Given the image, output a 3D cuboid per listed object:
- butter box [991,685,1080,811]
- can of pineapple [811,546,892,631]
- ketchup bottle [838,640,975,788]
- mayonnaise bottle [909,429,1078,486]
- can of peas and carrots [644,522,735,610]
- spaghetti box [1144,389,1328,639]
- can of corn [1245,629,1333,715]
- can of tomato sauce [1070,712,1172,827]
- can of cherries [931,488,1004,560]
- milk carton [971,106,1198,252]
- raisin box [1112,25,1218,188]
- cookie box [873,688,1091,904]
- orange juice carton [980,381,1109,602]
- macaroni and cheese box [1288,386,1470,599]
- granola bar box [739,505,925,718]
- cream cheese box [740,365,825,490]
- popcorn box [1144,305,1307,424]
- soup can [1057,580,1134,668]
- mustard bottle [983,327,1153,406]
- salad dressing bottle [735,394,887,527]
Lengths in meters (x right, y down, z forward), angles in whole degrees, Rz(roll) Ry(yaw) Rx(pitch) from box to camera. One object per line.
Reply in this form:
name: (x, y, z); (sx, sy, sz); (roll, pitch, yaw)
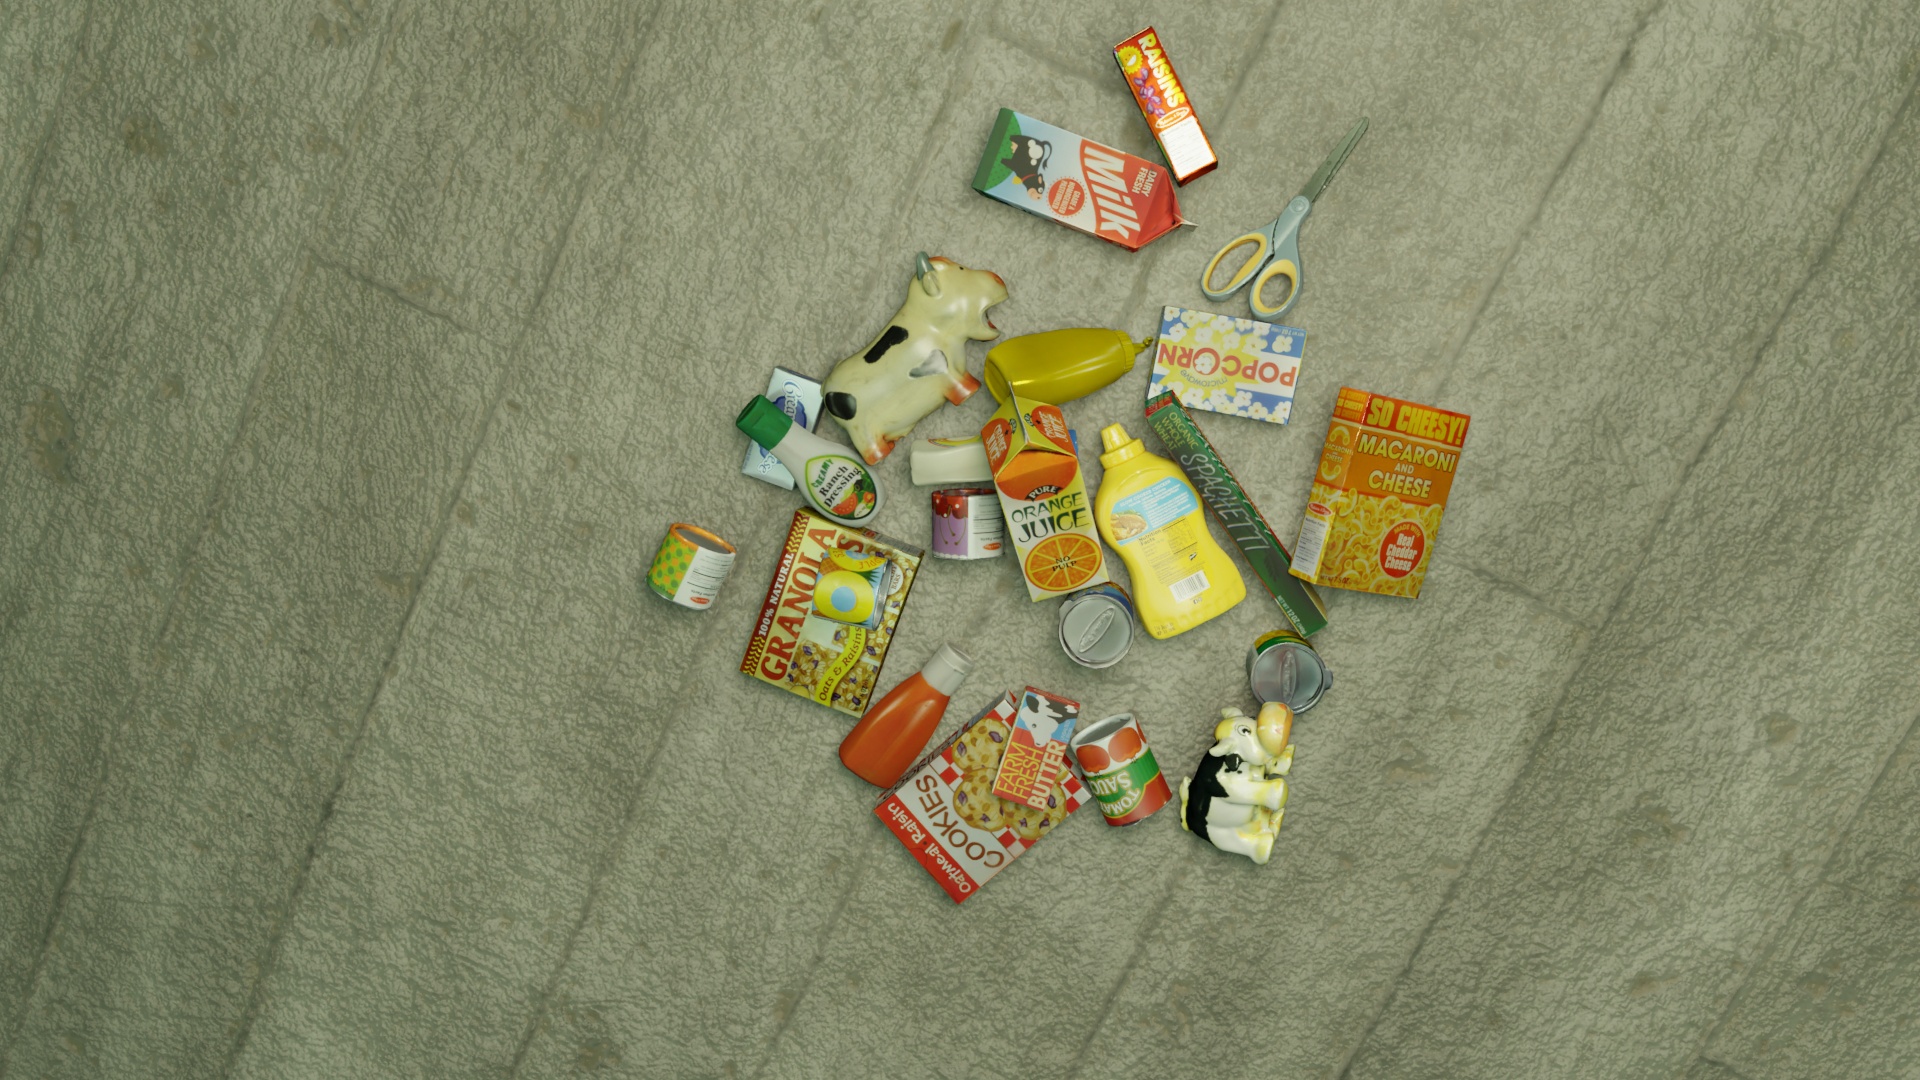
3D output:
butter box: (0.068, 0.188, 1.257); (0.053, 0.024, 0.103); (18, 98, 2)
can of pineapple: (-0.095, 0.041, 1.230); (0.058, 0.071, 0.071); (12, 100, 4)
ketchup bottle: (-0.046, 0.160, 1.292); (0.064, 0.044, 0.148); (34, 101, -28)
mayonnaise bottle: (0.031, -0.076, 1.244); (0.148, 0.065, 0.041); (-5, 103, 3)
can of peas and carrots: (-0.251, 0.022, 1.286); (0.071, 0.071, 0.058); (28, 100, 1)
spaghetti box: (0.241, -0.023, 1.213); (0.028, 0.050, 0.249); (-34, 103, 18)
can of corn: (0.294, 0.117, 1.245); (0.071, 0.058, 0.071); (1, 99, 6)
can of tomato sauce: (0.145, 0.210, 1.269); (0.071, 0.071, 0.083); (-25, 95, 9)
can of cherries: (0.004, -0.016, 1.253); (0.071, 0.071, 0.058); (-1, 99, 6)
milk carton: (0.113, -0.301, 1.194); (0.191, 0.072, 0.073); (21, 100, 2)
raisin box: (0.173, -0.363, 1.172); (0.040, 0.086, 0.123); (-26, 95, 14)
cookie box: (0.020, 0.241, 1.301); (0.167, 0.040, 0.123); (-41, 93, 10)
orange juice carton: (0.069, -0.043, 1.188); (0.073, 0.072, 0.191); (-16, 132, 4)
macaroni and cheese box: (0.360, -0.040, 1.195); (0.124, 0.040, 0.166); (8, 100, -29)
granola bar box: (-0.120, 0.066, 1.291); (0.124, 0.039, 0.165); (21, 100, 3)
cream cheese box: (-0.160, -0.103, 1.278); (0.053, 0.024, 0.103); (20, 100, 2)
popcorn box: (0.233, -0.154, 1.221); (0.127, 0.038, 0.085); (11, 101, 4)
soup can: (0.120, 0.071, 1.243); (0.071, 0.084, 0.071); (1, 99, 6)
mustard bottle: (0.101, -0.155, 1.212); (0.161, 0.048, 0.065); (-15, 53, -22)
salad dressing bottle: (-0.134, -0.072, 1.247); (0.147, 0.044, 0.064); (39, 94, -20)
